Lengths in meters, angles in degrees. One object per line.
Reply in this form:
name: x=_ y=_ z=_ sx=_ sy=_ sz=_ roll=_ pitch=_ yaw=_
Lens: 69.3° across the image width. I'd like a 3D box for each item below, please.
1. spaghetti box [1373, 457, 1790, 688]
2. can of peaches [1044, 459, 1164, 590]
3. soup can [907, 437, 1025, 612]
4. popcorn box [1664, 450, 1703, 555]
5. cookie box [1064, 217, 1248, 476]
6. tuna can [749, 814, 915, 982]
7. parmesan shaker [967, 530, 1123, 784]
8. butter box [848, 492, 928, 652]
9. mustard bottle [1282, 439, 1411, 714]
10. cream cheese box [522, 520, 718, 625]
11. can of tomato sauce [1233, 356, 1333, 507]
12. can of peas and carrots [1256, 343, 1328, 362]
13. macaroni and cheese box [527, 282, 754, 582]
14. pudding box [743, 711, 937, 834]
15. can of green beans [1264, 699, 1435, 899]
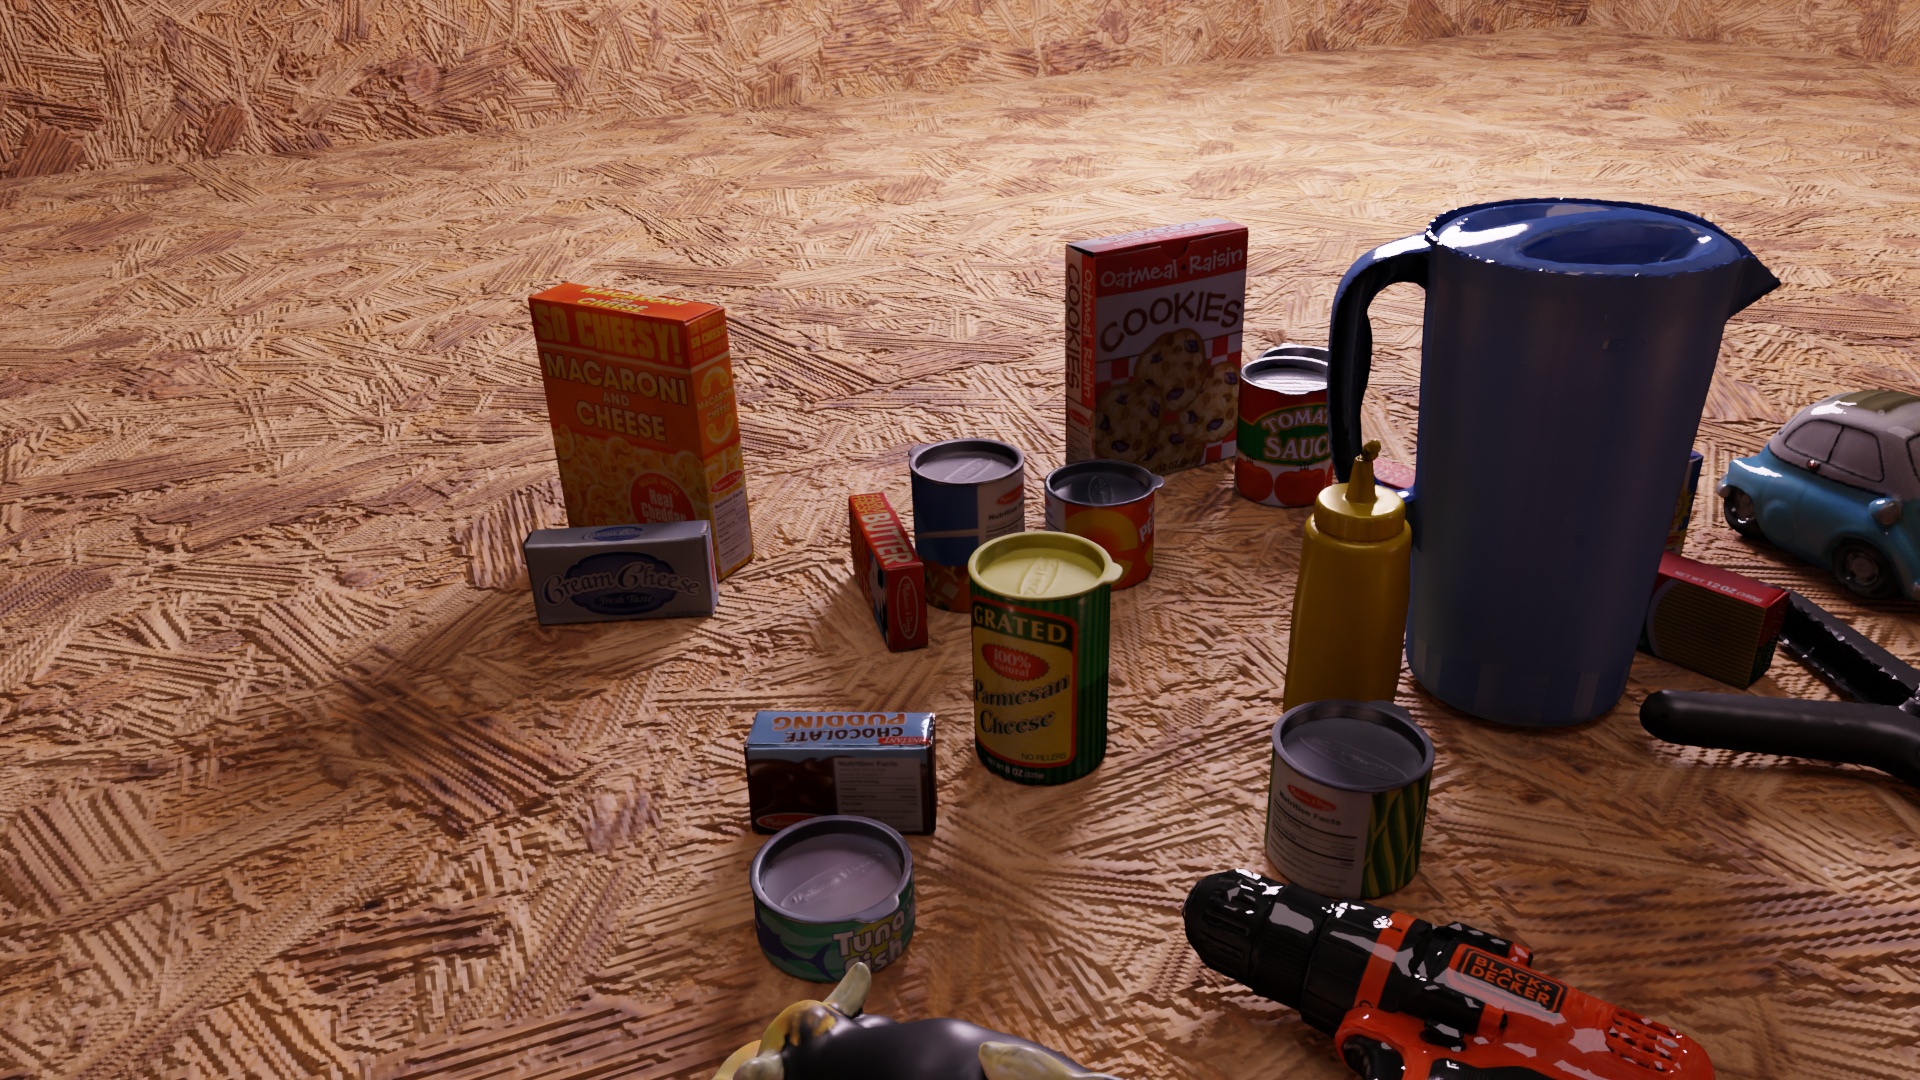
spaghetti box: x=0.326 y=0.011 z=0.785 sx=0.029 sy=0.050 sz=0.250 roll=-23 pitch=34 yaw=-36
can of peaches: x=0.086 y=-0.010 z=0.834 sx=0.071 sy=0.057 sz=0.071 roll=-2 pitch=27 yaw=1
soup can: x=0.003 y=-0.010 z=0.813 sx=0.071 sy=0.083 sz=0.071 roll=-2 pitch=27 yaw=1
popcorn box: x=0.373 y=-0.032 z=0.829 sx=0.038 sy=0.084 sz=0.127 roll=-11 pitch=28 yaw=-17
cookie box: x=0.132 y=-0.126 z=0.941 sx=0.123 sy=0.166 sz=0.040 roll=-15 pitch=29 yaw=-24
tuna can: x=-0.050 y=0.146 z=0.563 sx=0.071 sy=0.032 sz=0.071 roll=-2 pitch=27 yaw=1
parmesan shaker: x=0.040 y=0.056 z=0.657 sx=0.071 sy=0.102 sz=0.071 roll=-2 pitch=26 yaw=1
butter box: x=-0.043 y=0.016 z=0.799 sx=0.024 sy=0.053 sz=0.104 roll=-9 pitch=27 yaw=-13
mustard bottle: x=0.182 y=0.025 z=0.647 sx=0.049 sy=0.159 sz=0.065 roll=13 pitch=30 yaw=28
cream cheese box: x=-0.195 y=0.019 z=0.803 sx=0.104 sy=0.053 sz=0.024 roll=-3 pitch=26 yaw=-2
can of tomato sauce: x=0.217 y=-0.072 z=0.920 sx=0.071 sy=0.082 sz=0.071 roll=-2 pitch=27 yaw=1
can of peas and carrots: x=0.247 y=-0.105 z=1.011 sx=0.071 sy=0.058 sz=0.071 roll=-2 pitch=27 yaw=1
macaroni and cheese box: x=-0.193 y=-0.067 z=0.848 sx=0.124 sy=0.165 sz=0.040 roll=12 pitch=30 yaw=27
pudding box: x=-0.053 y=0.105 z=0.627 sx=0.084 sy=0.049 sz=0.030 roll=-1 pitch=26 yaw=3
can of green beans: x=0.165 y=0.110 z=0.592 sx=0.071 sy=0.057 sz=0.071 roll=-2 pitch=27 yaw=1
